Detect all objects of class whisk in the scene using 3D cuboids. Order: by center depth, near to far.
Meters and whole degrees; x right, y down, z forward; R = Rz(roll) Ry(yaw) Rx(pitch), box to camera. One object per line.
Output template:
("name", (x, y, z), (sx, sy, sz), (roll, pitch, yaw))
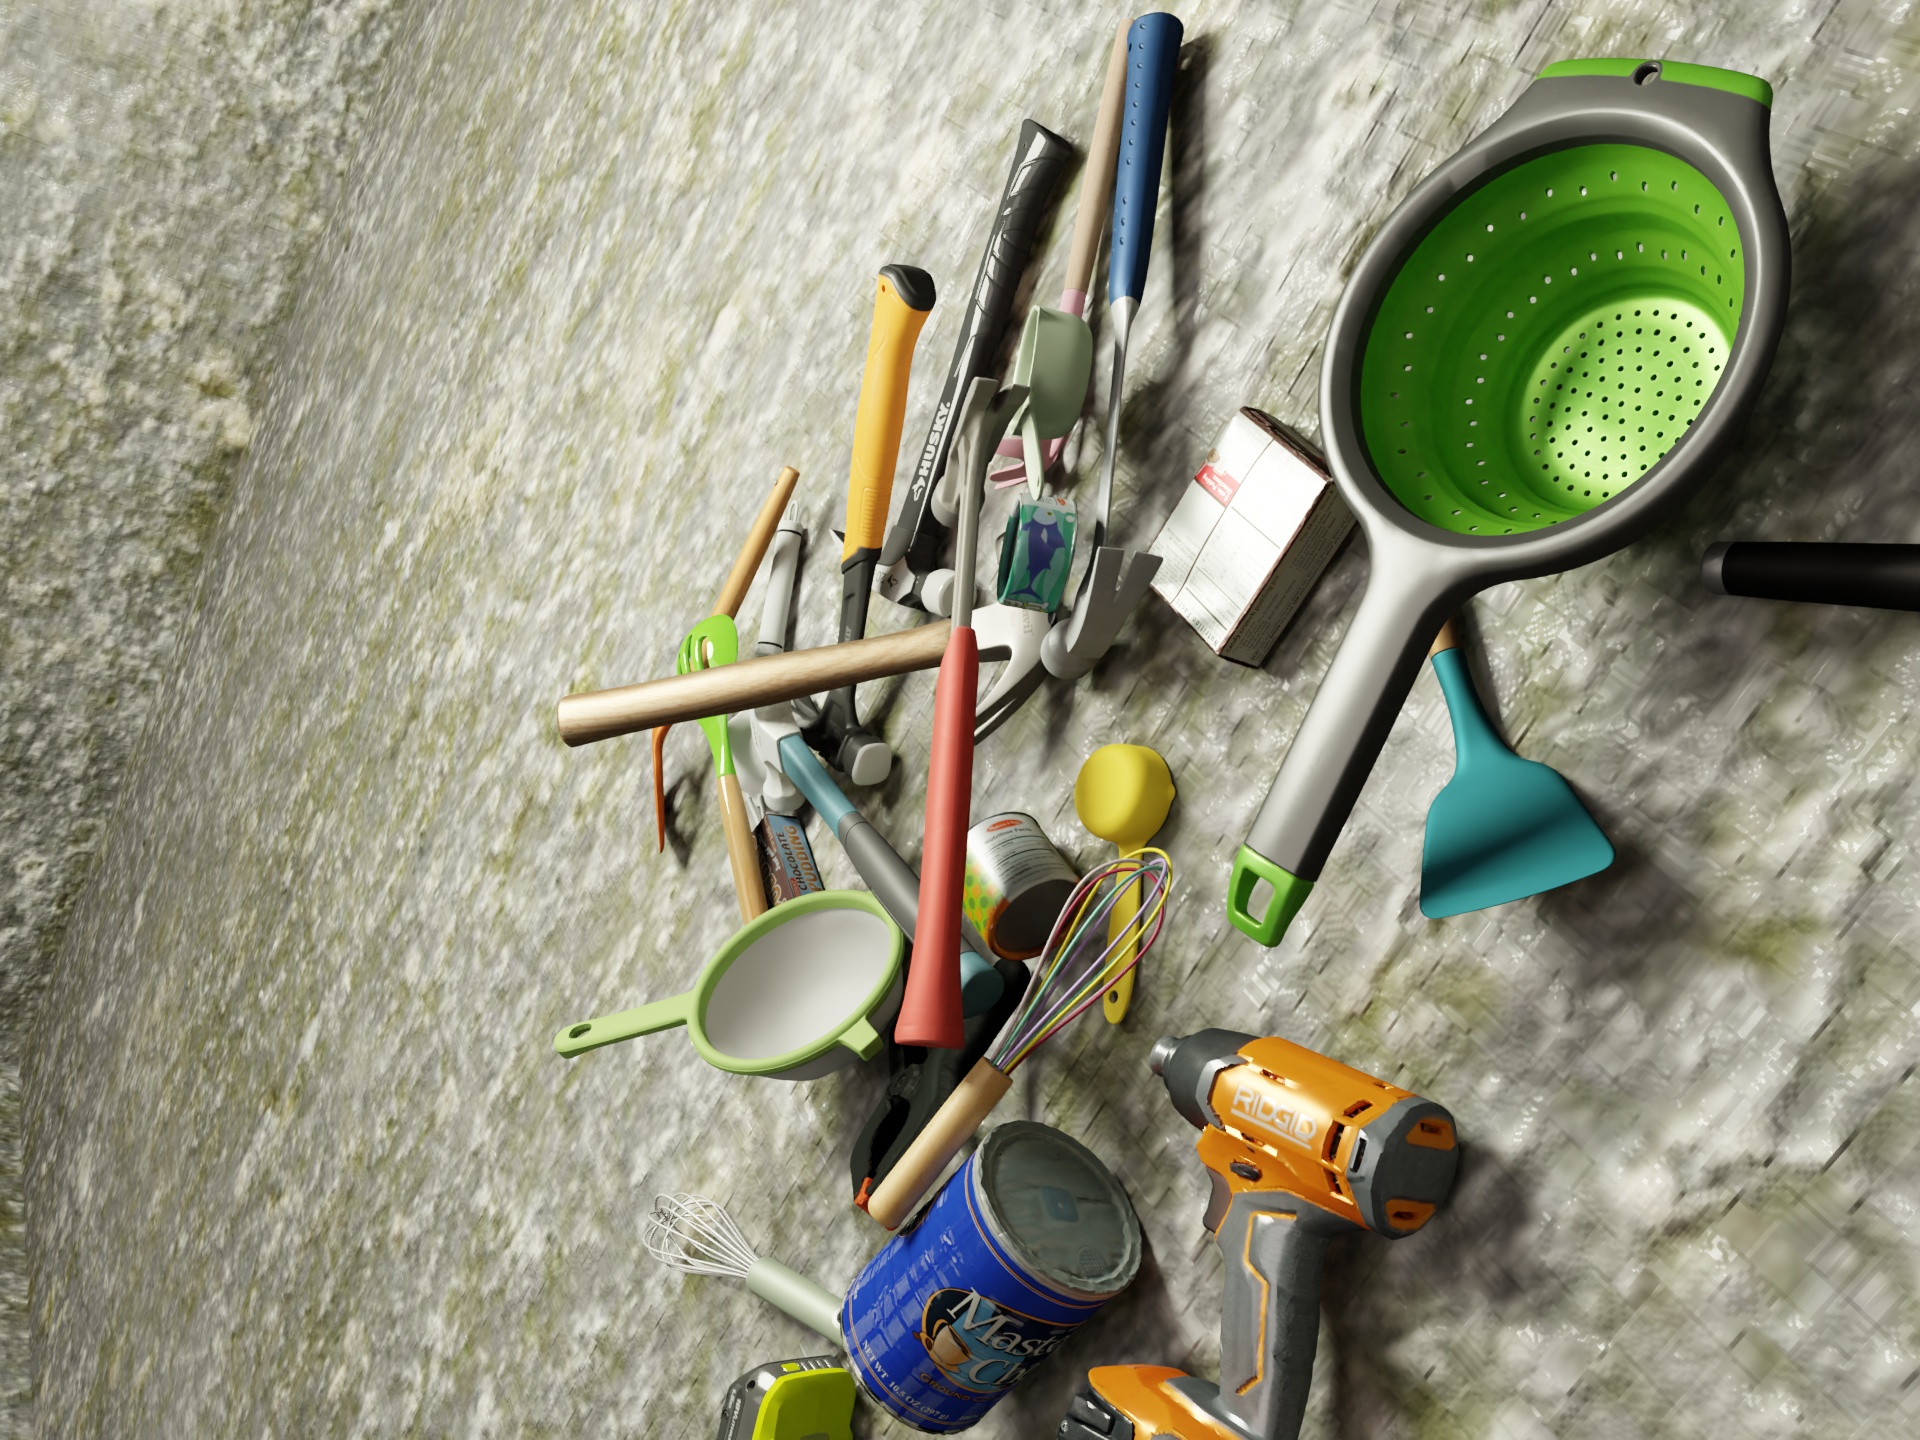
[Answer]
("whisk", (0.033, 0.166, 0.843), (0.047, 0.051, 0.245), (38, 88, 29))
("whisk", (-0.138, 0.369, 1.063), (0.246, 0.058, 0.059), (7, 119, 48))

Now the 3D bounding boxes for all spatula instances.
("spatula", (0.222, -0.057, 0.749), (0.082, 0.044, 0.318), (-21, 60, 23))
("spatula", (-0.190, -0.048, 1.234), (0.322, 0.041, 0.081), (-62, 23, 18))

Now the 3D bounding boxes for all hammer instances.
("hammer", (-0.001, -0.003, 0.877), (0.149, 0.036, 0.359), (121, 155, -70))
("hammer", (0.098, -0.234, 0.929), (0.144, 0.035, 0.406), (124, 154, -73))
("hammer", (-0.062, 0.077, 1.001), (0.331, 0.033, 0.128), (46, 149, 49))
("hammer", (-0.101, -0.027, 1.004), (0.331, 0.031, 0.130), (-11, 62, 13))
("hammer", (-0.066, -0.132, 1.057), (0.127, 0.034, 0.336), (37, 124, 47))
("hammer", (0.003, -0.241, 1.078), (0.146, 0.035, 0.335), (24, 98, 50))

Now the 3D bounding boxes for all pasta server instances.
("pasta server", (0.071, -0.298, 1.011), (0.040, 0.060, 0.316), (11, 84, 11))

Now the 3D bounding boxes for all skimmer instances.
("skimmer", (0.400, -0.064, 0.497), (0.127, 0.090, 0.363), (-50, 31, -20))

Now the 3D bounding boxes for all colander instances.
("colander", (0.231, -0.077, 0.695), (0.205, 0.094, 0.397), (34, 104, 48))

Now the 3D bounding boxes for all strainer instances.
("strainer", (-0.142, 0.198, 1.034), (0.256, 0.069, 0.152), (-17, 33, 17))
("strainer", (-0.149, -0.045, 1.203), (0.087, 0.050, 0.258), (-16, 63, 63))

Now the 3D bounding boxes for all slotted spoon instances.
("slotted spoon", (-0.160, 0.064, 1.129), (0.070, 0.031, 0.314), (-32, 63, 36))

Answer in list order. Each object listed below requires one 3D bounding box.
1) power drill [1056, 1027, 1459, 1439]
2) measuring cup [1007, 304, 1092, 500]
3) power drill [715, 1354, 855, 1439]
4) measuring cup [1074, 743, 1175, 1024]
("power drill", (0.126, 0.260, 0.745), (0.164, 0.084, 0.226), (16, 87, 52))
("measuring cup", (0.055, -0.173, 0.903), (0.168, 0.038, 0.083), (-92, 13, -48))
("power drill", (-0.048, 0.459, 0.900), (0.223, 0.080, 0.171), (10, 87, 48))
("measuring cup", (0.084, 0.089, 0.883), (0.062, 0.029, 0.156), (-9, 71, 49))
